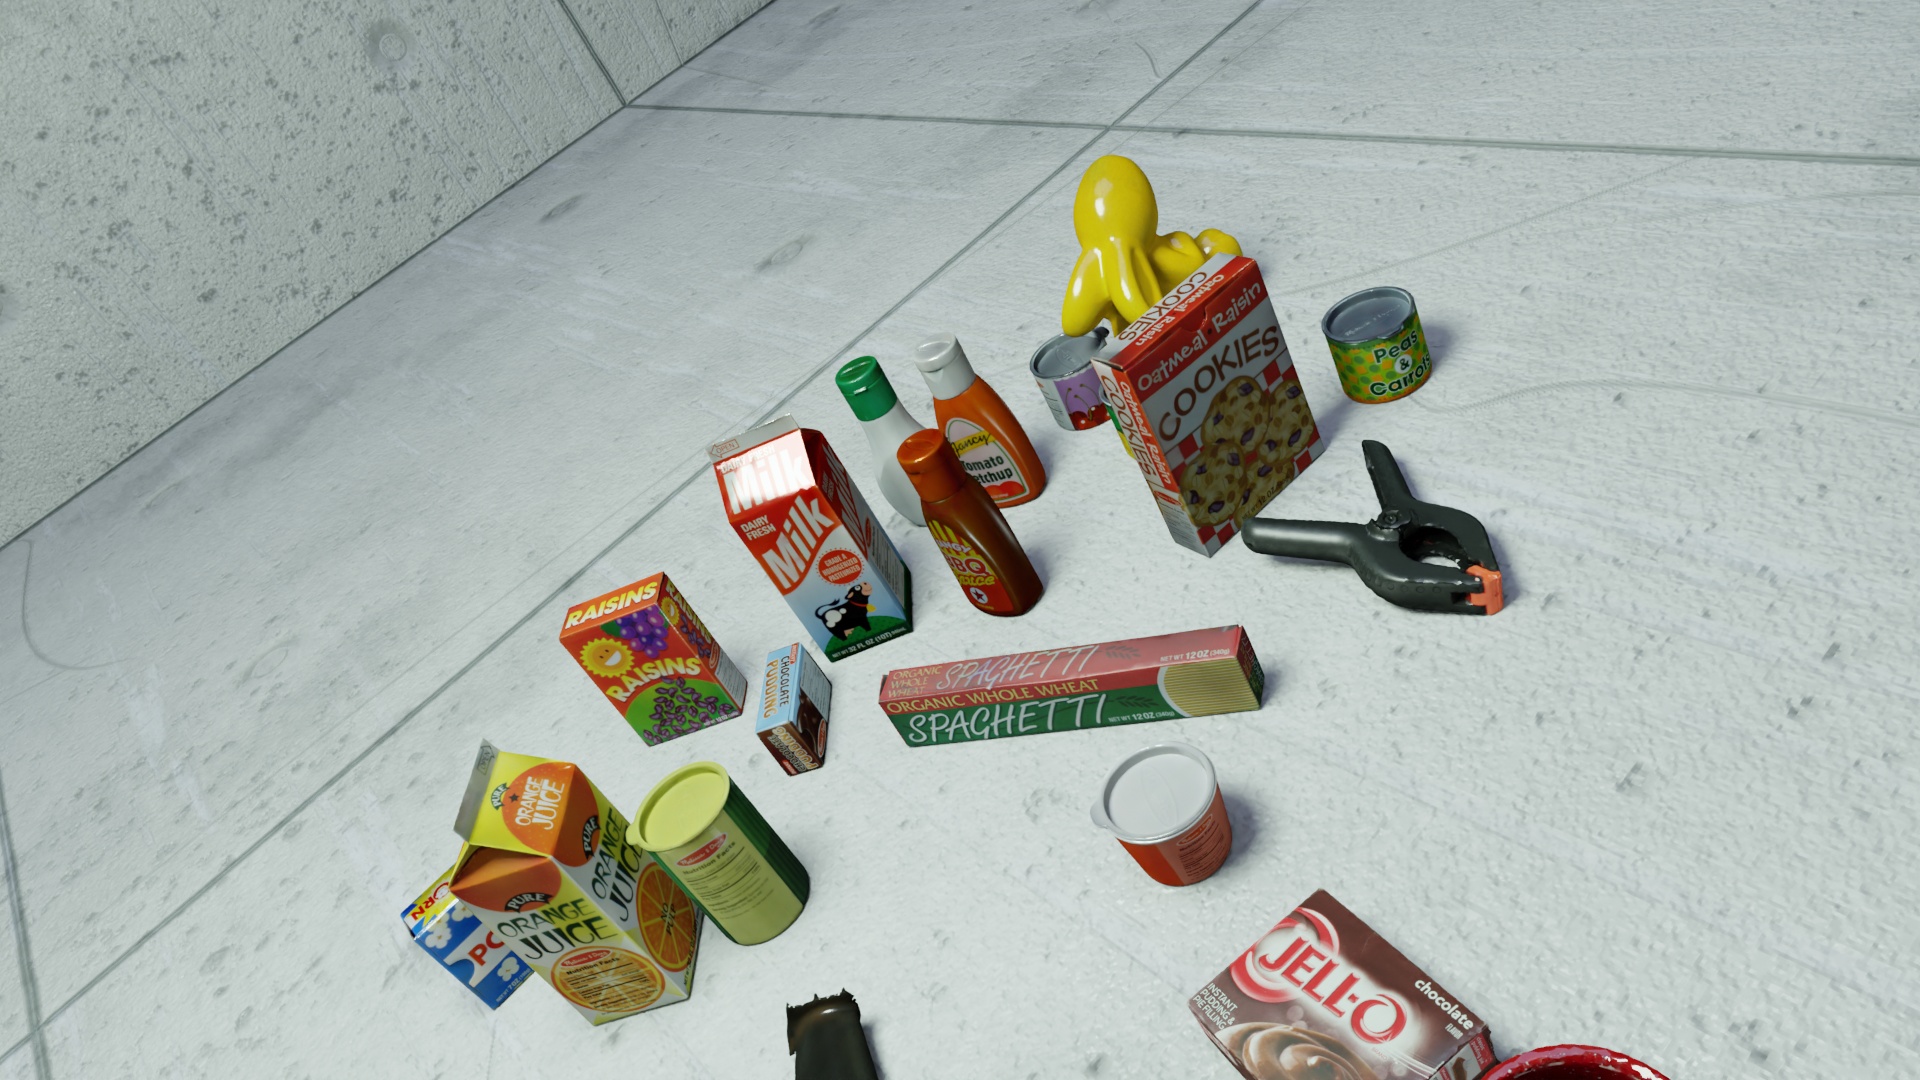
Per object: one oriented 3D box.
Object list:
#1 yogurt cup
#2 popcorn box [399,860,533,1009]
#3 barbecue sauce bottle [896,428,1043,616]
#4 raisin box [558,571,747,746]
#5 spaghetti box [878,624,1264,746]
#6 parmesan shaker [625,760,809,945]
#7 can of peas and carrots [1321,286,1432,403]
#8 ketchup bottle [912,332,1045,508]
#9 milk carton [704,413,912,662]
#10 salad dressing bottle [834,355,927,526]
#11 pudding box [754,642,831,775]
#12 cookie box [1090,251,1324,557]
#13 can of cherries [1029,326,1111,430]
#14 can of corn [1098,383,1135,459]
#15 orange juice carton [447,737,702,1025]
[{"bbox_3d":[0.116,0.153,0.765,0.072,0.053,0.073,-20,35,15],"label":"yogurt cup"},{"bbox_3d":[-0.295,0.236,0.931,0.127,0.085,0.038,-45,37,-21],"label":"popcorn box"},{"bbox_3d":[0.003,-0.012,0.975,0.065,0.148,0.044,12,52,45],"label":"barbecue sauce bottle"},{"bbox_3d":[-0.227,0.090,1.035,0.086,0.123,0.040,-20,35,15],"label":"raisin box"},{"bbox_3d":[0.064,0.095,0.881,0.250,0.050,0.029,-10,39,26],"label":"spaghetti box"},{"bbox_3d":[-0.149,0.196,0.859,0.071,0.102,0.072,-20,35,15],"label":"parmesan shaker"},{"bbox_3d":[0.302,-0.140,1.000,0.071,0.058,0.071,-20,35,15],"label":"can of peas and carrots"},{"bbox_3d":[0.011,-0.092,1.072,0.064,0.148,0.044,-8,40,29],"label":"ketchup bottle"},{"bbox_3d":[-0.108,-0.008,1.014,0.072,0.189,0.074,-21,35,13],"label":"milk carton"},{"bbox_3d":[-0.049,-0.078,1.099,0.064,0.147,0.044,-22,35,12],"label":"salad dressing bottle"},{"bbox_3d":[-0.117,0.118,0.983,0.030,0.049,0.084,-20,35,14],"label":"pudding box"},{"bbox_3d":[0.171,-0.090,0.935,0.123,0.166,0.040,-41,35,-15],"label":"cookie box"},{"bbox_3d":[0.100,-0.133,1.140,0.071,0.058,0.072,-20,35,15],"label":"can of cherries"},{"bbox_3d":[0.147,-0.104,1.067,0.071,0.058,0.071,-20,35,15],"label":"can of corn"},{"bbox_3d":[-0.238,0.204,0.835,0.073,0.192,0.072,-20,35,14],"label":"orange juice carton"}]
